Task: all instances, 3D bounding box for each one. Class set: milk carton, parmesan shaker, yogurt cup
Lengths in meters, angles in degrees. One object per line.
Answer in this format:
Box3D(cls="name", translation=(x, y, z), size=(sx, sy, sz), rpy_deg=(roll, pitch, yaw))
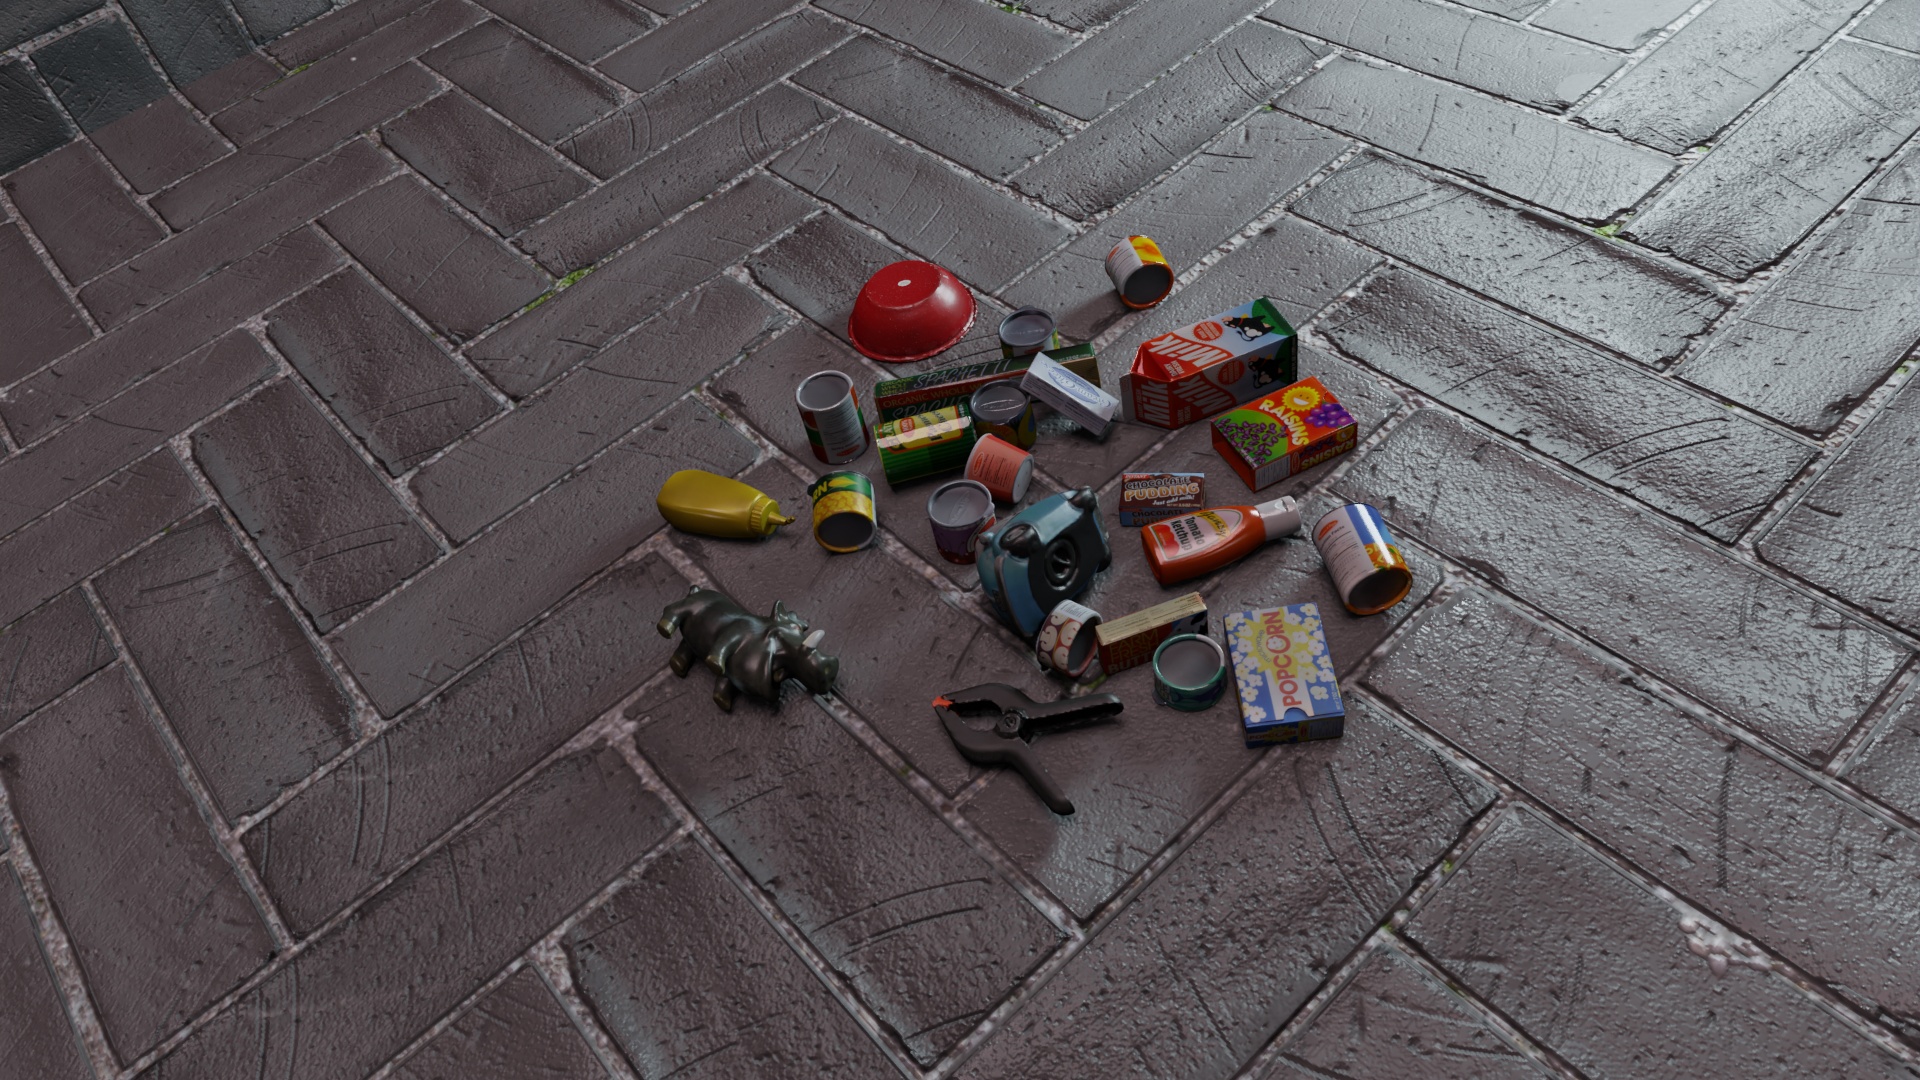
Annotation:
Box3D(cls="milk carton", translation=(0.259, -0.183, 1.484), size=(0.191, 0.072, 0.074), rpy_deg=(-22, 48, -6))
Box3D(cls="parmesan shaker", translation=(-0.036, -0.105, 1.489), size=(0.103, 0.071, 0.071), rpy_deg=(-15, 47, 0))
Box3D(cls="yogurt cup", translation=(0.041, -0.072, 1.443), size=(0.054, 0.072, 0.073), rpy_deg=(20, 56, 19))

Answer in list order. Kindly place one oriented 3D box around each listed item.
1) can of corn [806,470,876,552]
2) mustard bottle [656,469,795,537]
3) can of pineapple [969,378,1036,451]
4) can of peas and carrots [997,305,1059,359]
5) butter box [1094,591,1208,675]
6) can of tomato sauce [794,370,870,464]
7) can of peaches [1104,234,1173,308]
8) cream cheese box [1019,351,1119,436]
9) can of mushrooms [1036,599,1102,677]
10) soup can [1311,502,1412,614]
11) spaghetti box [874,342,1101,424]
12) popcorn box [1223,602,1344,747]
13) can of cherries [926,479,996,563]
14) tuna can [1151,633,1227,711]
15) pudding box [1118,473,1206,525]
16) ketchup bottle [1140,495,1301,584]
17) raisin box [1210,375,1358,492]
Box3D(cls="can of corn", translation=(-0.123, -0.030, 1.440), size=(0.071, 0.070, 0.058), rpy_deg=(-11, 48, 4))
Box3D(cls="mustard bottle", translation=(-0.246, -0.033, 1.485), size=(0.160, 0.048, 0.065), rpy_deg=(13, 54, 23))
Box3D(cls="can of pineapple", translation=(0.046, -0.130, 1.497), size=(0.071, 0.057, 0.071), rpy_deg=(-7, 47, 8))
Box3D(cls="can of peas and carrots", translation=(0.079, -0.221, 1.571), size=(0.071, 0.058, 0.071), rpy_deg=(-7, 47, 7))
Box3D(cls="butter box", translation=(0.175, 0.085, 1.275), size=(0.103, 0.053, 0.024), rpy_deg=(-19, 50, -3))
Box3D(cls="can of tomato sauce", translation=(-0.142, -0.137, 1.531), size=(0.071, 0.082, 0.071), rpy_deg=(-7, 48, 7))
Box3D(cls="can of peaches", translation=(0.210, -0.312, 1.618), size=(0.071, 0.071, 0.058), rpy_deg=(-17, 47, -2))
Box3D(cls="cream cheese box", translation=(0.116, -0.157, 1.486), size=(0.104, 0.024, 0.054), rpy_deg=(31, 36, -2))
Box3D(cls="can of mushrooms", translation=(0.100, 0.093, 1.279), size=(0.033, 0.070, 0.071), rpy_deg=(22, 57, 29))
Box3D(cls="soup can", translation=(0.373, 0.017, 1.282), size=(0.071, 0.071, 0.084), rpy_deg=(-15, 48, 0))
Box3D(cls="spaghetti box", translation=(0.029, -0.171, 1.544), size=(0.250, 0.050, 0.029), rpy_deg=(-10, 45, 5))
Box3D(cls="popcorn box", translation=(0.285, 0.118, 1.230), size=(0.085, 0.038, 0.127), rpy_deg=(-7, 47, 5))
Box3D(cls="can of cherries", translation=(0.005, -0.018, 1.405), size=(0.071, 0.058, 0.072), rpy_deg=(-7, 47, 7))
Box3D(cls="tuna can", translation=(0.204, 0.119, 1.251), size=(0.071, 0.032, 0.071), rpy_deg=(-7, 47, 7))
Box3D(cls="pudding box", translation=(0.204, -0.041, 1.398), size=(0.084, 0.030, 0.050), rpy_deg=(1, 48, 14))
Box3D(cls="ketchup bottle", translation=(0.253, -0.005, 1.345), size=(0.149, 0.043, 0.065), rpy_deg=(-16, 47, -2))
Box3D(cls="raisin box", translation=(0.331, -0.111, 1.424), size=(0.123, 0.040, 0.086), rpy_deg=(-23, 47, -9))
